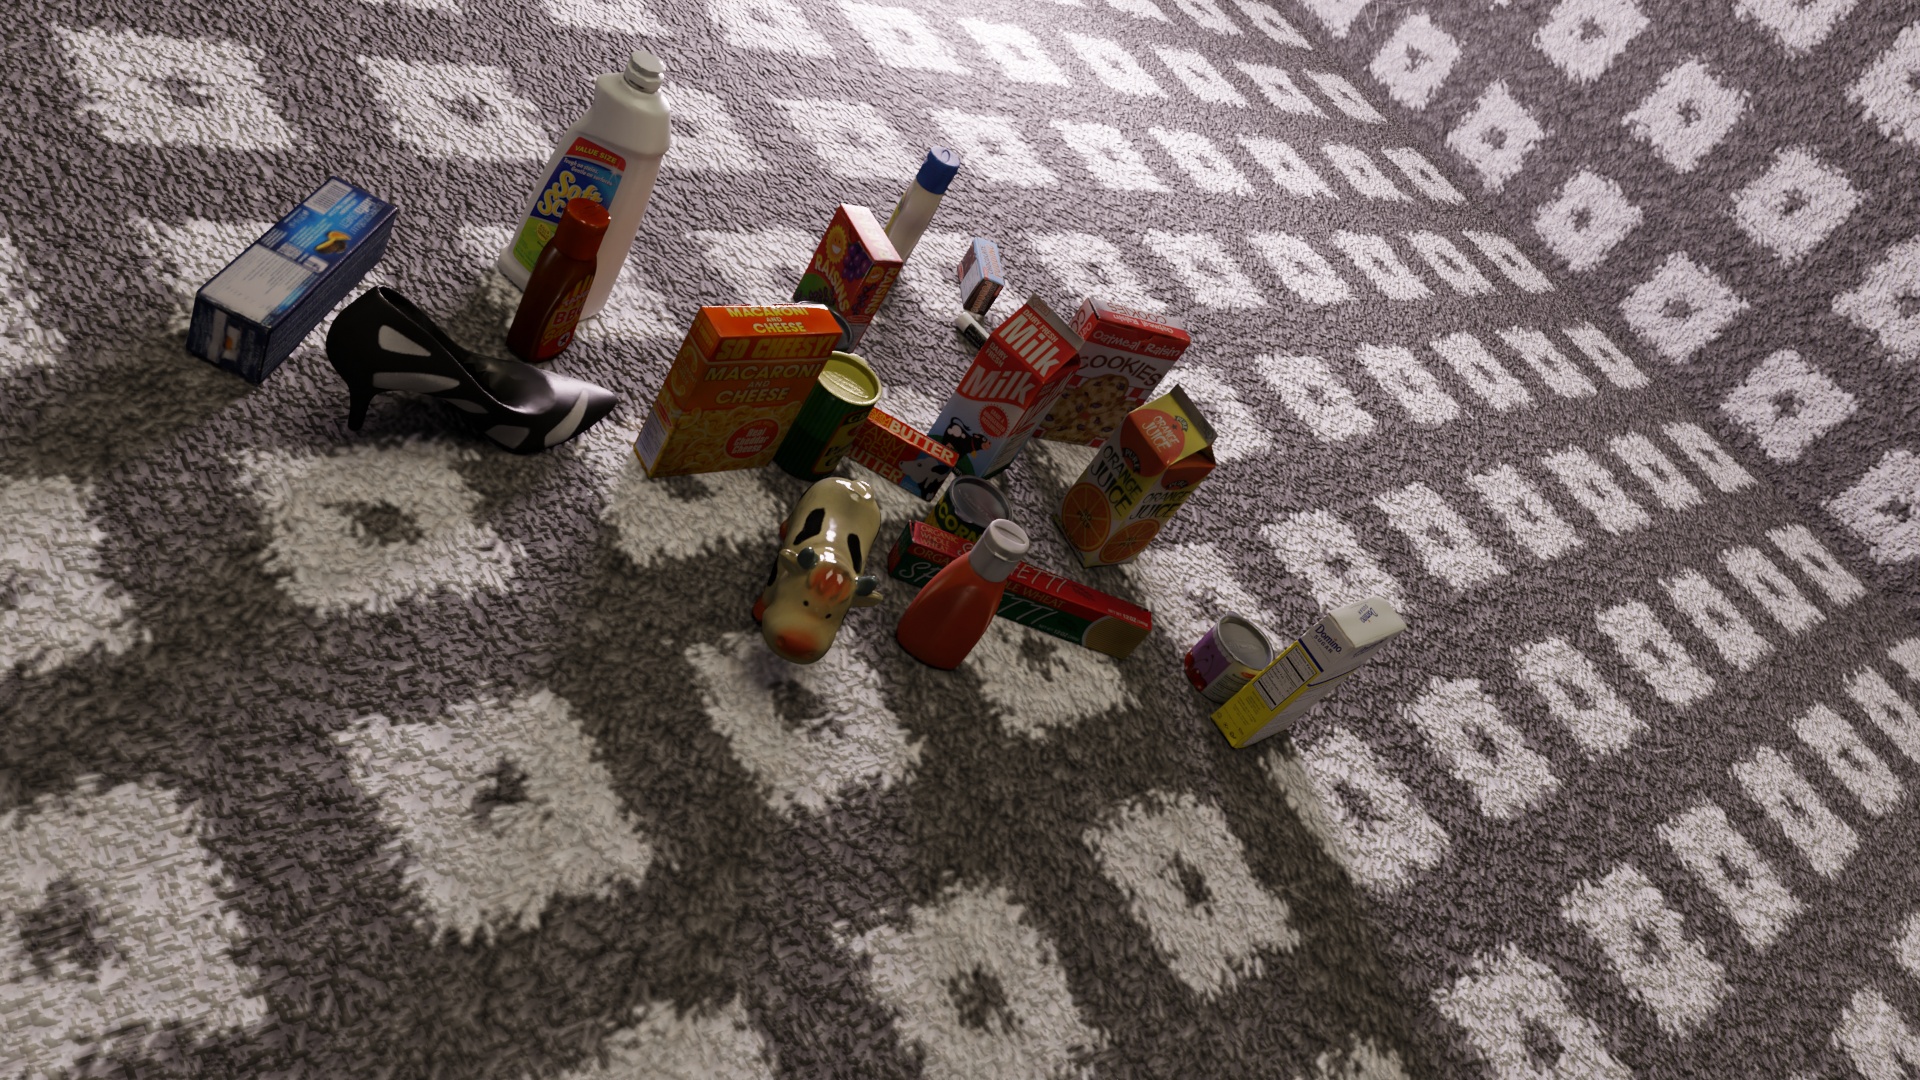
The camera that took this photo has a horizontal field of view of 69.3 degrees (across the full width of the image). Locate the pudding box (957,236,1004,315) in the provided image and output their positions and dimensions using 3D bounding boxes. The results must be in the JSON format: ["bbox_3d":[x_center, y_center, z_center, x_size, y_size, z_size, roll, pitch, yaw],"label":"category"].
[{"bbox_3d":[0.023,-0.306,1.602,0.030,0.049,0.084,16,42,-24],"label":"pudding box"}]

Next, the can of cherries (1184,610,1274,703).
[{"bbox_3d":[0.257,0.112,1.335,0.071,0.058,0.072,21,40,-19],"label":"can of cherries"}]

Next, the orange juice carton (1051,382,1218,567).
[{"bbox_3d":[0.176,-0.062,1.347,0.073,0.191,0.072,-5,53,-40],"label":"orange juice carton"}]

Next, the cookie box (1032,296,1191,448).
[{"bbox_3d":[0.145,-0.171,1.458,0.123,0.166,0.040,7,46,-32],"label":"cookie box"}]

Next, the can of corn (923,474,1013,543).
[{"bbox_3d":[0.005,-0.016,1.279,0.071,0.058,0.071,21,40,-19],"label":"can of corn"}]

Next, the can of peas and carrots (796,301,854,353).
[{"bbox_3d":[-0.147,-0.188,1.345,0.071,0.058,0.071,21,40,-19],"label":"can of peas and carrots"}]

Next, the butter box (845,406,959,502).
[{"bbox_3d":[-0.059,-0.083,1.305,0.103,0.053,0.024,30,38,-8],"label":"butter box"}]

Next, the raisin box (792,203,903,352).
[{"bbox_3d":[-0.115,-0.261,1.392,0.040,0.122,0.086,-4,53,-40],"label":"raisin box"}]

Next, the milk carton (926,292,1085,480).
[{"bbox_3d":[0.048,-0.146,1.340,0.072,0.189,0.074,45,39,12],"label":"milk carton"}]

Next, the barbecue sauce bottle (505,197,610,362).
[{"bbox_3d":[-0.334,-0.219,1.163,0.044,0.147,0.065,38,38,2],"label":"barbecue sauce bottle"}]

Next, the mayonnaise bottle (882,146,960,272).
[{"bbox_3d":[-0.050,-0.364,1.529,0.041,0.147,0.065,25,39,-14],"label":"mayonnaise bottle"}]

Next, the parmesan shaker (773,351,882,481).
[{"bbox_3d":[-0.121,-0.111,1.248,0.071,0.102,0.072,21,40,-19],"label":"parmesan shaker"}]

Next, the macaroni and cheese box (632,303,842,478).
[{"bbox_3d":[-0.188,-0.126,1.161,0.124,0.165,0.040,-10,56,-43],"label":"macaroni and cheese box"}]

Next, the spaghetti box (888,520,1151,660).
[{"bbox_3d":[0.055,0.047,1.258,0.250,0.050,0.029,21,40,-18],"label":"spaghetti box"}]

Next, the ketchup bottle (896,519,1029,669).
[{"bbox_3d":[0.005,0.044,1.144,0.065,0.148,0.044,29,38,-9],"label":"ketchup bottle"}]
